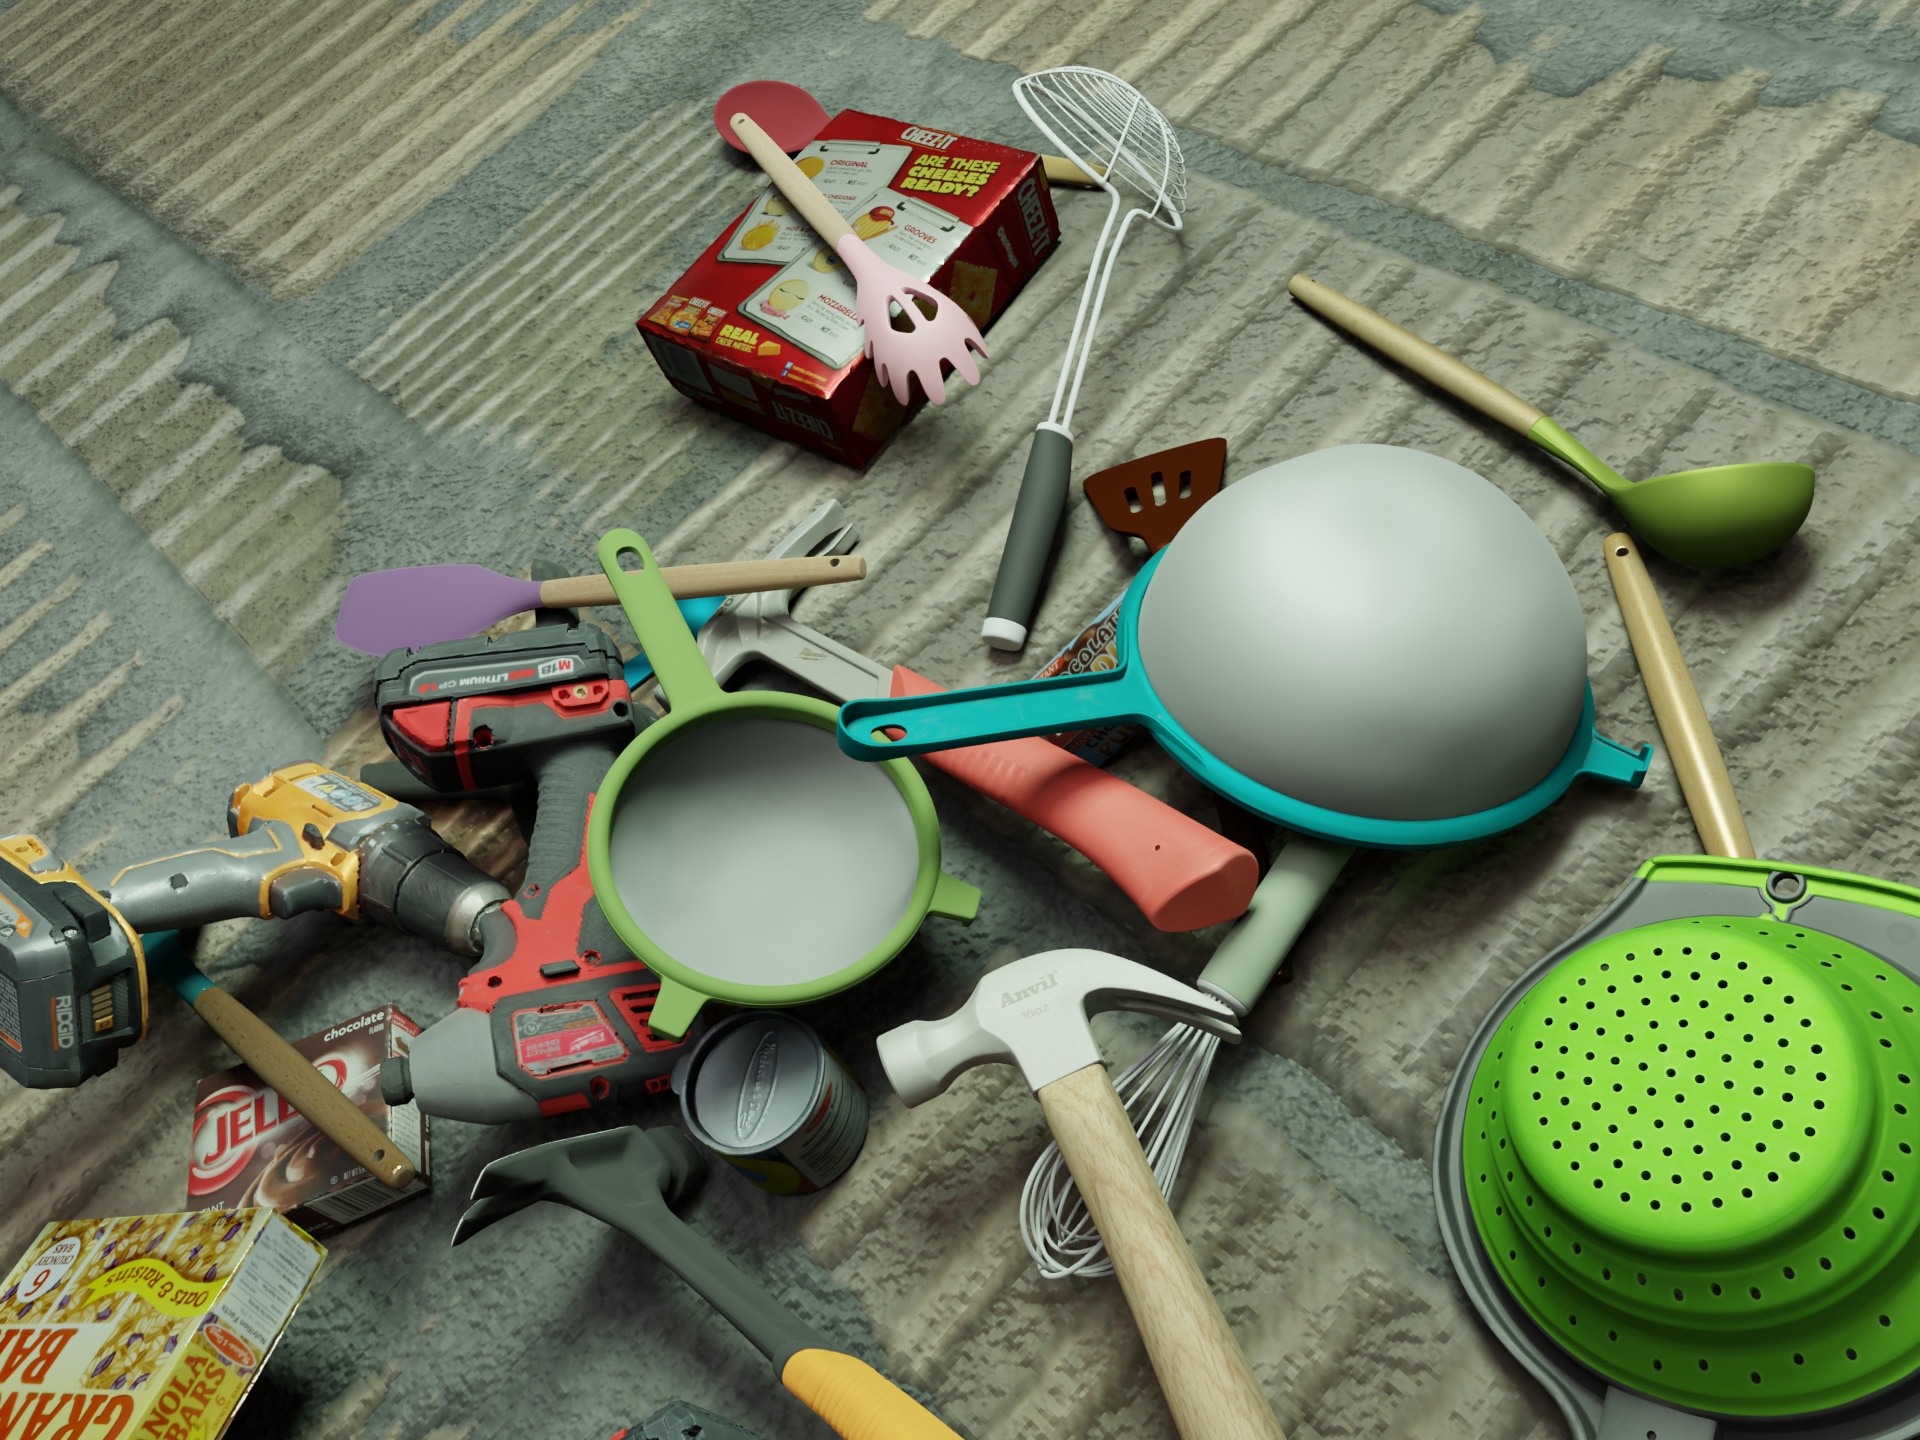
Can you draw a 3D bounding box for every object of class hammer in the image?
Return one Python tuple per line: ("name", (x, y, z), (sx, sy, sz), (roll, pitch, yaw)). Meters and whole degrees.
("hammer", (-0.037, 0.256, 0.585), (0.337, 0.127, 0.034), (29, 98, 27))
("hammer", (0.086, 0.225, 0.547), (0.130, 0.031, 0.332), (-26, 58, 0))
("hammer", (-0.001, -0.002, 0.757), (0.359, 0.036, 0.149), (28, 70, 43))

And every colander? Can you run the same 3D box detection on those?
("colander", (0.218, 0.205, 0.507), (0.205, 0.094, 0.397), (6, 63, 40))

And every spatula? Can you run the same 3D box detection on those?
("spatula", (-0.201, -0.068, 0.859), (0.316, 0.018, 0.060), (-4, 62, 16))
("spatula", (-0.346, 0.152, 0.774), (0.318, 0.044, 0.082), (22, 59, 38))
("spatula", (0.118, -0.020, 0.767), (0.081, 0.041, 0.323), (-16, 57, 12))

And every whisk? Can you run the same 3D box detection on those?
("whisk", (0.103, 0.120, 0.650), (0.057, 0.059, 0.246), (39, 76, -11))

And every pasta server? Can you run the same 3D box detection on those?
("pasta server", (-0.073, -0.282, 0.926), (0.060, 0.040, 0.317), (-30, 49, -5))

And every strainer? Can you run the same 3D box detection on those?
("strainer", (0.116, -0.044, 0.660), (0.340, 0.095, 0.211), (-9, 48, -15))
("strainer", (-0.111, 0.025, 0.727), (0.151, 0.069, 0.257), (-20, 63, -21))

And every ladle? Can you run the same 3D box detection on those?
("ladle", (-0.038, -0.390, 1.077), (0.316, 0.031, 0.069), (20, 68, 28))
("ladle", (0.275, -0.168, 0.791), (0.320, 0.078, 0.062), (48, 126, 41))

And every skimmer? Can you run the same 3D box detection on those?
("skimmer", (0.050, -0.206, 0.886), (0.090, 0.127, 0.363), (-6, 64, 54))

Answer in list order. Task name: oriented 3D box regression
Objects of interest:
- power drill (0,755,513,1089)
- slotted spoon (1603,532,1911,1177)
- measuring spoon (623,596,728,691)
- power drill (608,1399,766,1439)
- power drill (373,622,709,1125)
("power drill", (-0.347, 0.092, 0.763), (0.185, 0.084, 0.226), (21, 25, 29))
("slotted spoon", (0.312, 0.040, 0.650), (0.070, 0.031, 0.314), (-16, 51, 17))
("measuring spoon", (-0.183, -0.033, 0.884), (0.128, 0.021, 0.042), (-35, 53, -5))
("power drill", (-0.156, 0.372, 0.562), (0.226, 0.080, 0.188), (-31, 51, 1))
("power drill", (-0.204, 0.074, 0.736), (0.143, 0.078, 0.220), (-10, 70, -14))
